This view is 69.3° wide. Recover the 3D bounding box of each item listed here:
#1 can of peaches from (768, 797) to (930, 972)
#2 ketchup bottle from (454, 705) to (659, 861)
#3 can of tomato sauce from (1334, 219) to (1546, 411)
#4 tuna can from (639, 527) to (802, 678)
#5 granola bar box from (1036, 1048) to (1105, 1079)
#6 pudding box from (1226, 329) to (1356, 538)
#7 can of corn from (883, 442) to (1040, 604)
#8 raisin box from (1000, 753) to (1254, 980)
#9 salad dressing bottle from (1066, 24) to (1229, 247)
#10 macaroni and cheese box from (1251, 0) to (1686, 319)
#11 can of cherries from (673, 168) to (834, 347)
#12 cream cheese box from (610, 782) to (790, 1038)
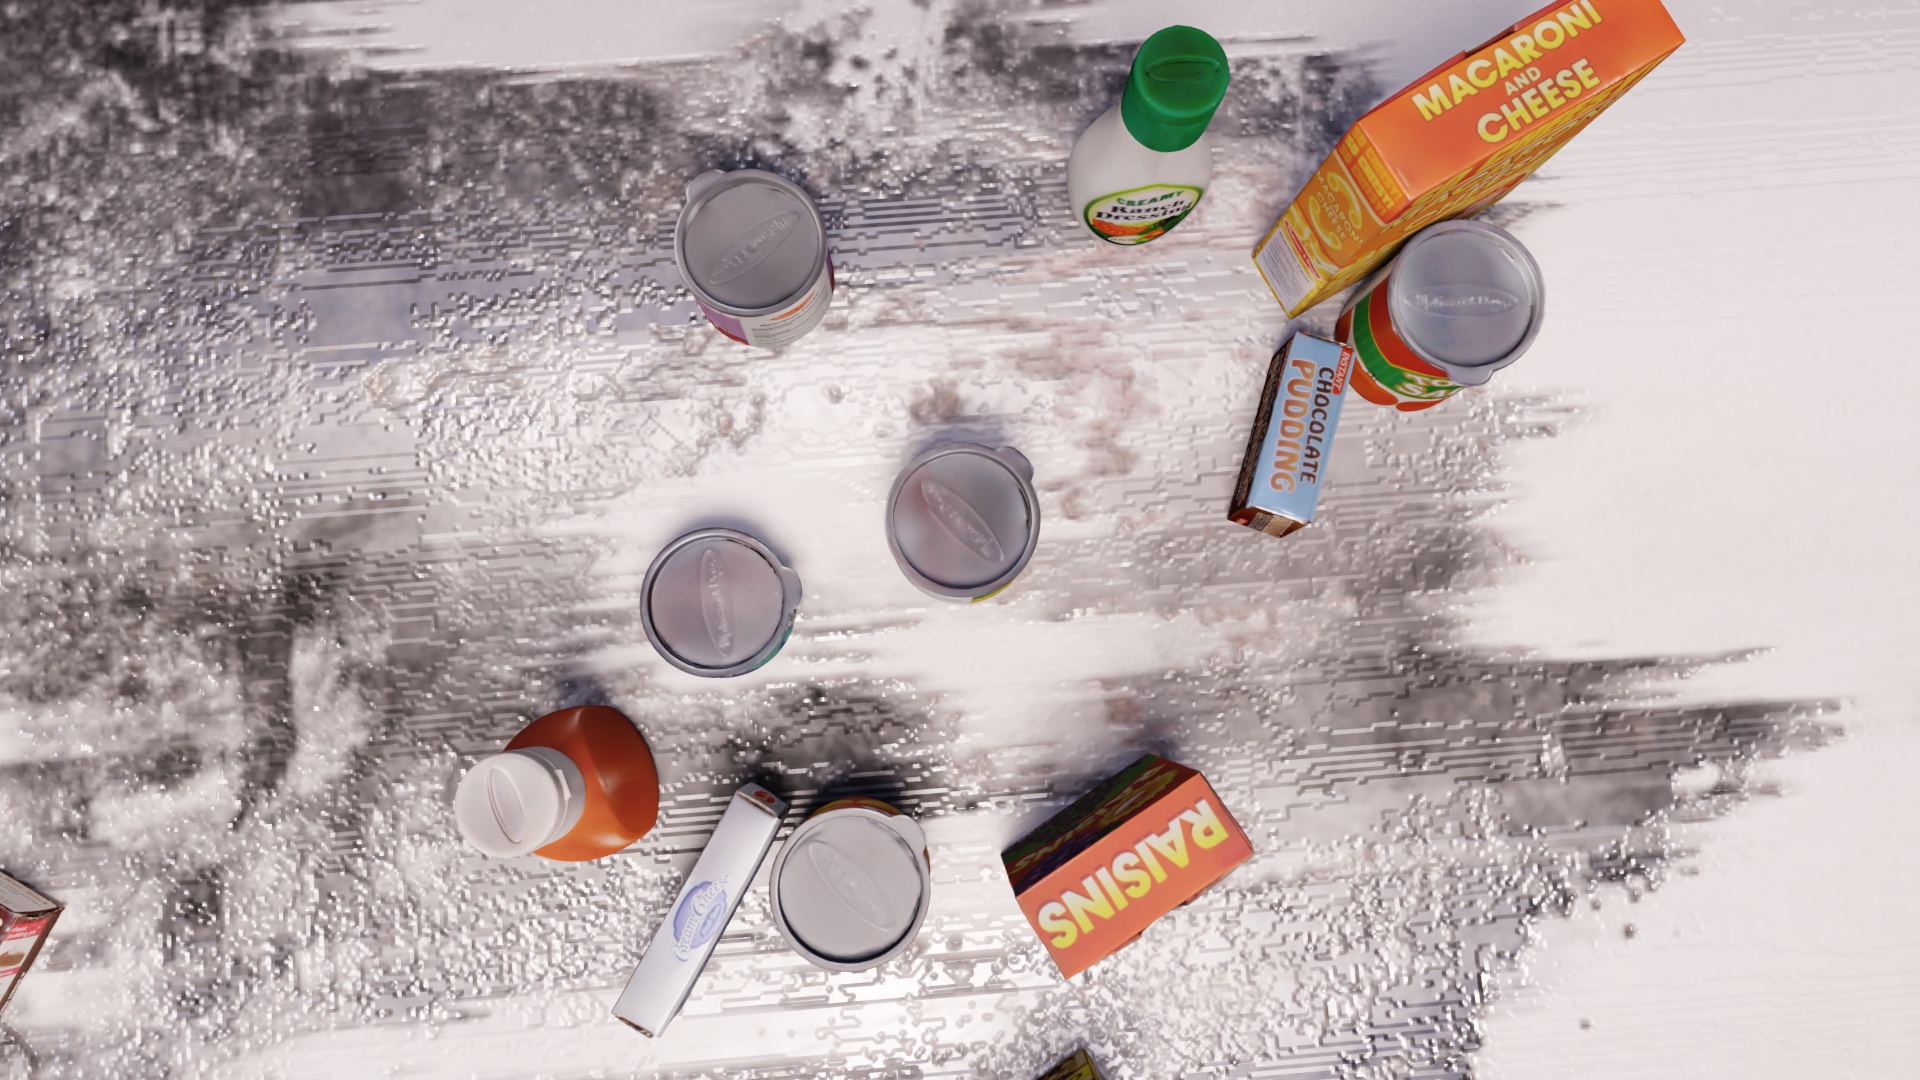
[{"bbox_3d":[-0.044,0.144,0.594,0.071,0.058,0.071,0,84,-1],"label":"can of peaches"},{"bbox_3d":[-0.157,0.098,0.552,0.043,0.148,0.065,-21,85,-3],"label":"ketchup bottle"},{"bbox_3d":[0.209,-0.095,0.615,0.071,0.083,0.071,0,84,-1],"label":"can of tomato sauce"},{"bbox_3d":[-0.104,0.028,0.619,0.071,0.033,0.071,0,83,-1],"label":"tuna can"},{"bbox_3d":[-0.003,0.276,0.546,0.166,0.124,0.039,-33,86,-4],"label":"granola bar box"},{"bbox_3d":[0.149,-0.046,0.625,0.030,0.049,0.084,17,83,1],"label":"pudding box"},{"bbox_3d":[0.002,-0.008,0.613,0.071,0.058,0.071,0,84,-1],"label":"can of corn"},{"bbox_3d":[0.063,0.129,0.565,0.086,0.123,0.040,-33,85,-4],"label":"raisin box"},{"bbox_3d":[0.080,-0.168,0.588,0.064,0.147,0.044,-5,84,-2],"label":"salad dressing bottle"},{"bbox_3d":[0.200,-0.158,0.580,0.124,0.166,0.040,-30,85,-4],"label":"macaroni and cheese box"},{"bbox_3d":[-0.092,-0.127,0.625,0.071,0.058,0.071,0,84,-1],"label":"can of cherries"},{"bbox_3d":[-0.108,0.156,0.594,0.024,0.053,0.104,29,84,2],"label":"cream cheese box"}]
